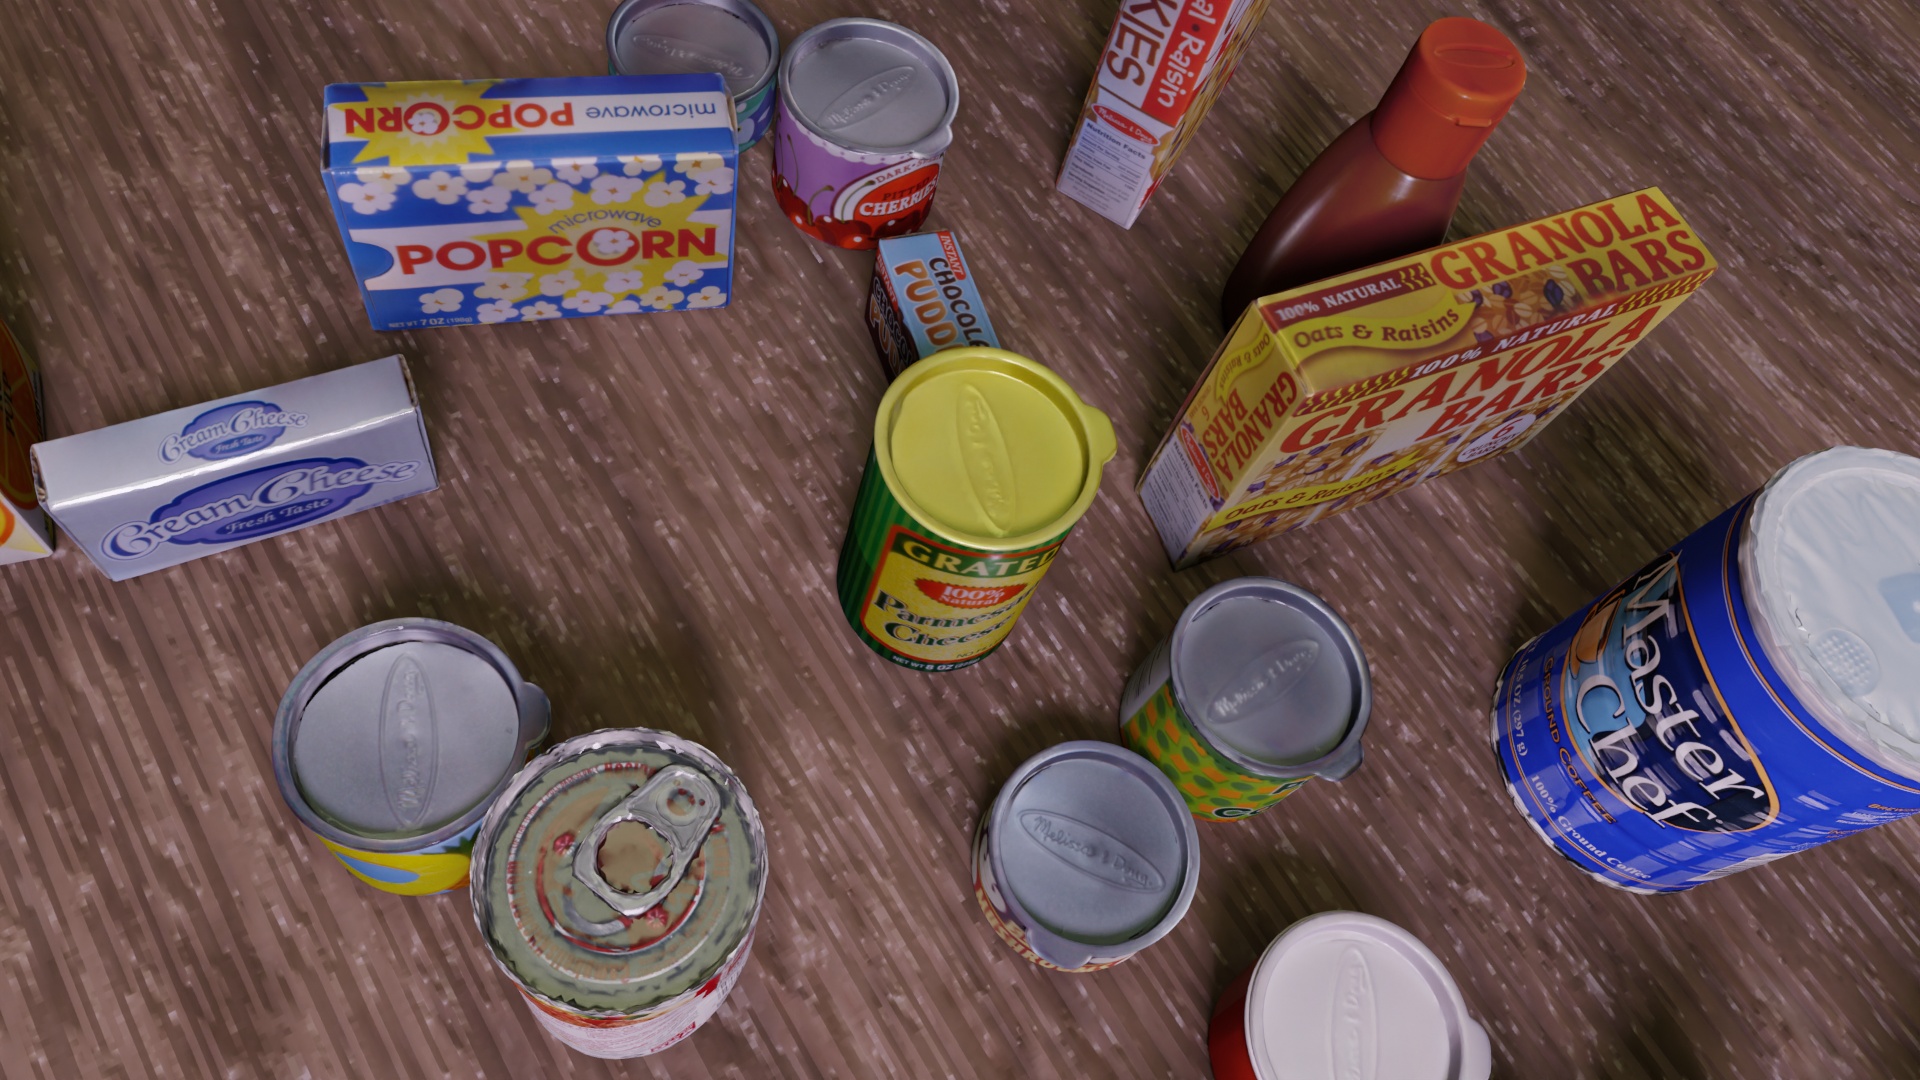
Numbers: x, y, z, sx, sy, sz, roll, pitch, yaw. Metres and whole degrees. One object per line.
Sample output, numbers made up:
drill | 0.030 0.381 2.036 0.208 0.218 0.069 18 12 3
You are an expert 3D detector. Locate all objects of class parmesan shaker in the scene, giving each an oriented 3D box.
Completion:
parmesan shaker | 0.002 -0.005 0.438 0.071 0.102 0.071 5 63 -10

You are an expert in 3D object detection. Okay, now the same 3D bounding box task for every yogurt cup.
yogurt cup | 0.108 0.149 0.411 0.072 0.053 0.072 5 63 -10

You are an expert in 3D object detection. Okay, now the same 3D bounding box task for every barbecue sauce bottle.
barbecue sauce bottle | 0.148 -0.120 0.501 0.065 0.147 0.044 1 64 -12

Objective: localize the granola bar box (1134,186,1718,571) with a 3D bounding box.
granola bar box | 0.155 -0.055 0.483 0.166 0.123 0.039 -18 69 -20

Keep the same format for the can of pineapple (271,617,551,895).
can of pineapple | -0.153 0.063 0.397 0.071 0.057 0.071 5 63 -10

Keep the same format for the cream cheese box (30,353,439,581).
cream cheese box | -0.218 -0.022 0.428 0.104 0.053 0.024 -19 69 -20

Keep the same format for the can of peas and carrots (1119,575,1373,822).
can of peas and carrots | 0.093 0.055 0.452 0.071 0.058 0.071 5 63 -10

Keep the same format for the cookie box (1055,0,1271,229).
cookie box | 0.098 -0.218 0.529 0.040 0.166 0.123 31 62 4

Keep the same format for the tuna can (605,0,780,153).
tuna can | -0.104 -0.186 0.546 0.071 0.032 0.071 5 63 -10

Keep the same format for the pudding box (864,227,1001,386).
pudding box | -0.007 -0.063 0.496 0.030 0.049 0.084 -13 67 -17

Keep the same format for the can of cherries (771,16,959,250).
can of cherries | -0.037 -0.152 0.529 0.071 0.058 0.072 5 63 -10

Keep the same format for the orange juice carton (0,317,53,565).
orange juice carton | -0.306 -0.059 0.349 0.073 0.191 0.072 -13 68 -18

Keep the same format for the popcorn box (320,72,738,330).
popcorn box | -0.141 -0.114 0.473 0.127 0.085 0.038 -7 66 -15

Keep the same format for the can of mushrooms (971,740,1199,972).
can of mushrooms | 0.037 0.101 0.432 0.071 0.033 0.071 5 63 -10
